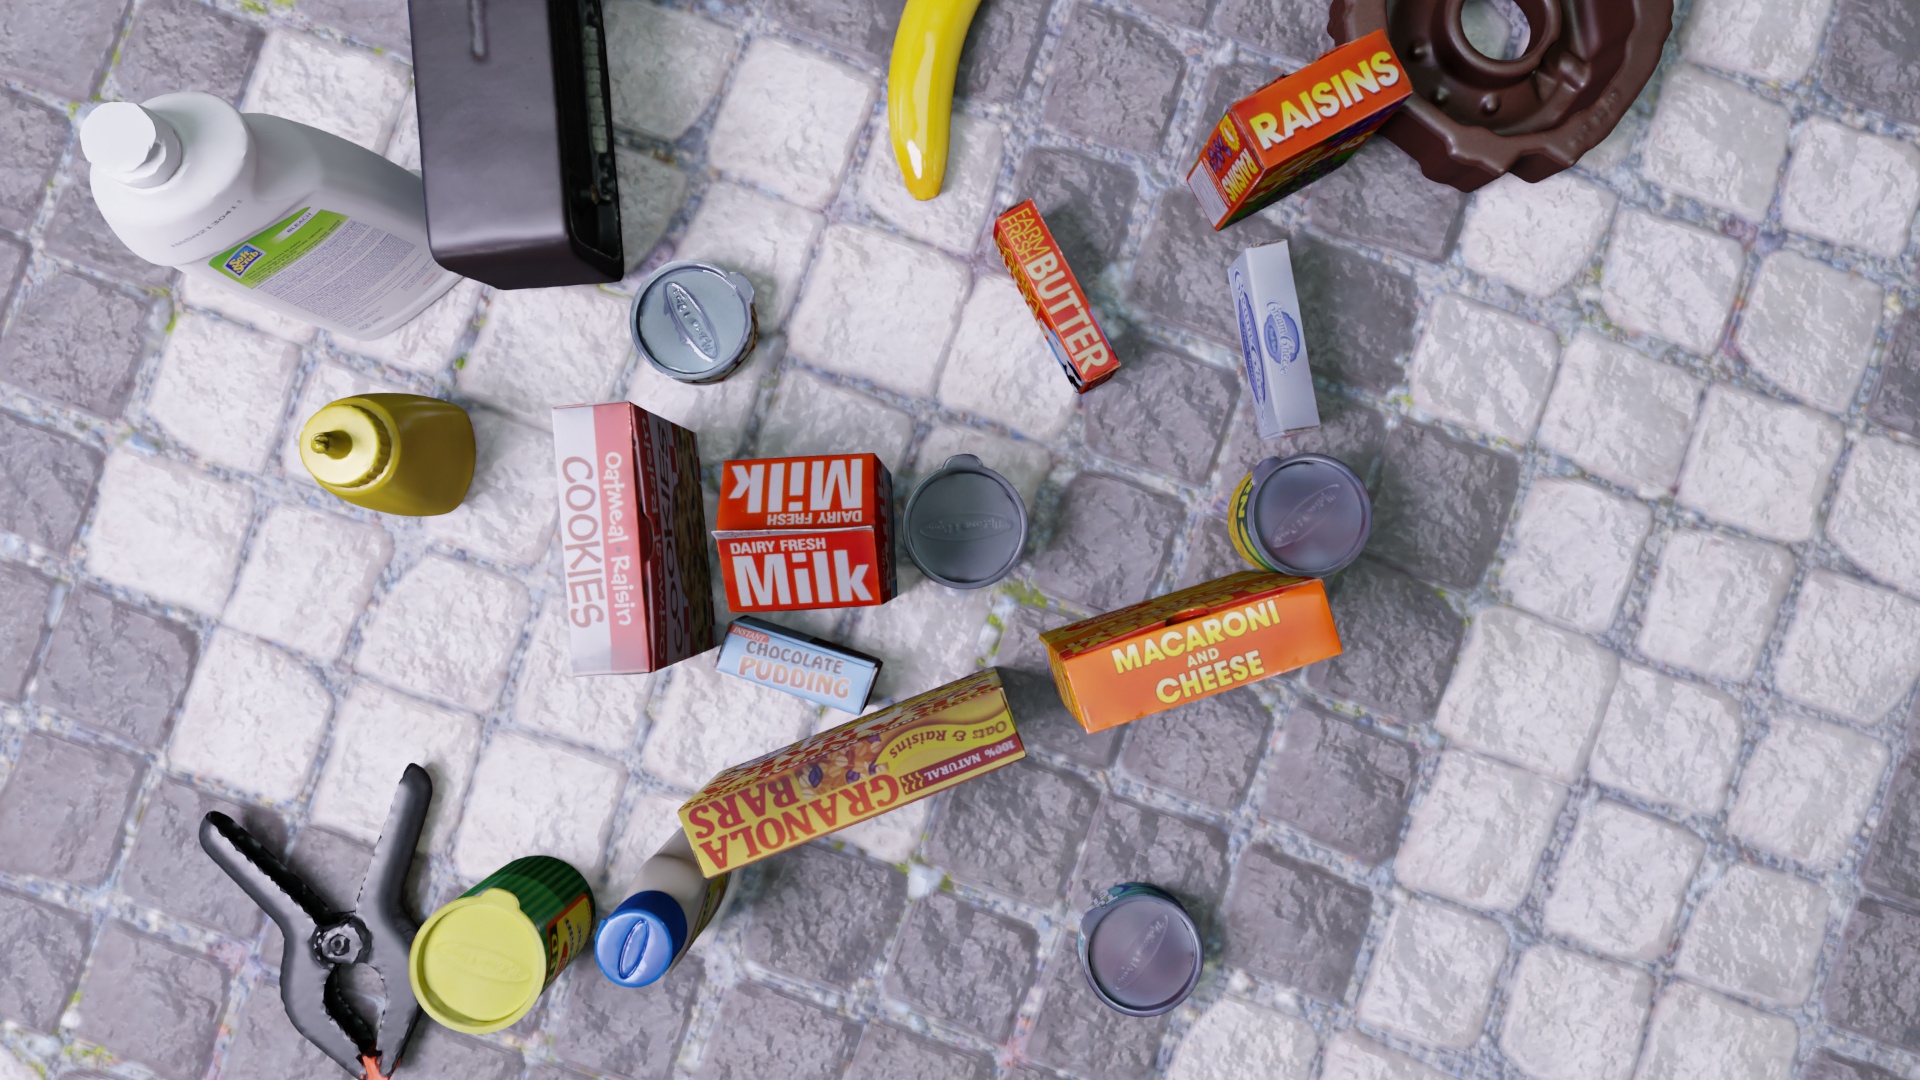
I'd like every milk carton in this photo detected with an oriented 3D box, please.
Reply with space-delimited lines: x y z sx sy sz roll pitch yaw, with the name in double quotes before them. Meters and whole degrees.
"milk carton" -0.072 -0.003 0.686 0.072 0.190 0.073 -3 89 -1

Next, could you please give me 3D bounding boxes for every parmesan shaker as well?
"parmesan shaker" -0.233 0.204 0.723 0.071 0.103 0.071 0 89 -1

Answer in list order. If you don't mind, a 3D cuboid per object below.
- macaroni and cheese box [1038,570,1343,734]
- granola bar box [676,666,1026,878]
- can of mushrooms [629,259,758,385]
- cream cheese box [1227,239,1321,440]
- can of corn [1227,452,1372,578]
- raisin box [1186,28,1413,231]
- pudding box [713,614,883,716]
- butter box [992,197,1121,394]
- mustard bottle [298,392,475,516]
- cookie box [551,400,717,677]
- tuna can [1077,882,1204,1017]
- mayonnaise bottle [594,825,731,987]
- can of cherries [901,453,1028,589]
"macaroni and cheese box" 0.107 0.051 0.699 0.124 0.166 0.040 -17 89 -1
"granola bar box" -0.051 0.116 0.716 0.166 0.124 0.039 -21 89 -1
"can of mushrooms" -0.144 -0.121 0.767 0.071 0.033 0.071 0 89 -1
"cream cheese box" 0.171 -0.108 0.760 0.024 0.053 0.103 -10 89 -1
"can of corn" 0.181 -0.015 0.756 0.071 0.058 0.071 0 89 -1
"raisin box" 0.174 -0.212 0.728 0.086 0.123 0.040 -27 90 -1
"pudding box" -0.087 0.067 0.755 0.084 0.049 0.030 18 89 0
"butter box" 0.051 -0.132 0.760 0.024 0.053 0.103 -28 89 -1
"mustard bottle" -0.292 -0.046 0.700 0.049 0.160 0.065 6 89 0
"cookie box" -0.158 0.000 0.696 0.040 0.167 0.123 -5 89 -1
"tuna can" 0.096 0.222 0.761 0.071 0.033 0.071 0 89 -1
"mayonnaise bottle" -0.148 0.186 0.701 0.041 0.148 0.064 20 89 0
"can of cherries" 0.003 -0.009 0.753 0.071 0.058 0.071 0 89 -1
